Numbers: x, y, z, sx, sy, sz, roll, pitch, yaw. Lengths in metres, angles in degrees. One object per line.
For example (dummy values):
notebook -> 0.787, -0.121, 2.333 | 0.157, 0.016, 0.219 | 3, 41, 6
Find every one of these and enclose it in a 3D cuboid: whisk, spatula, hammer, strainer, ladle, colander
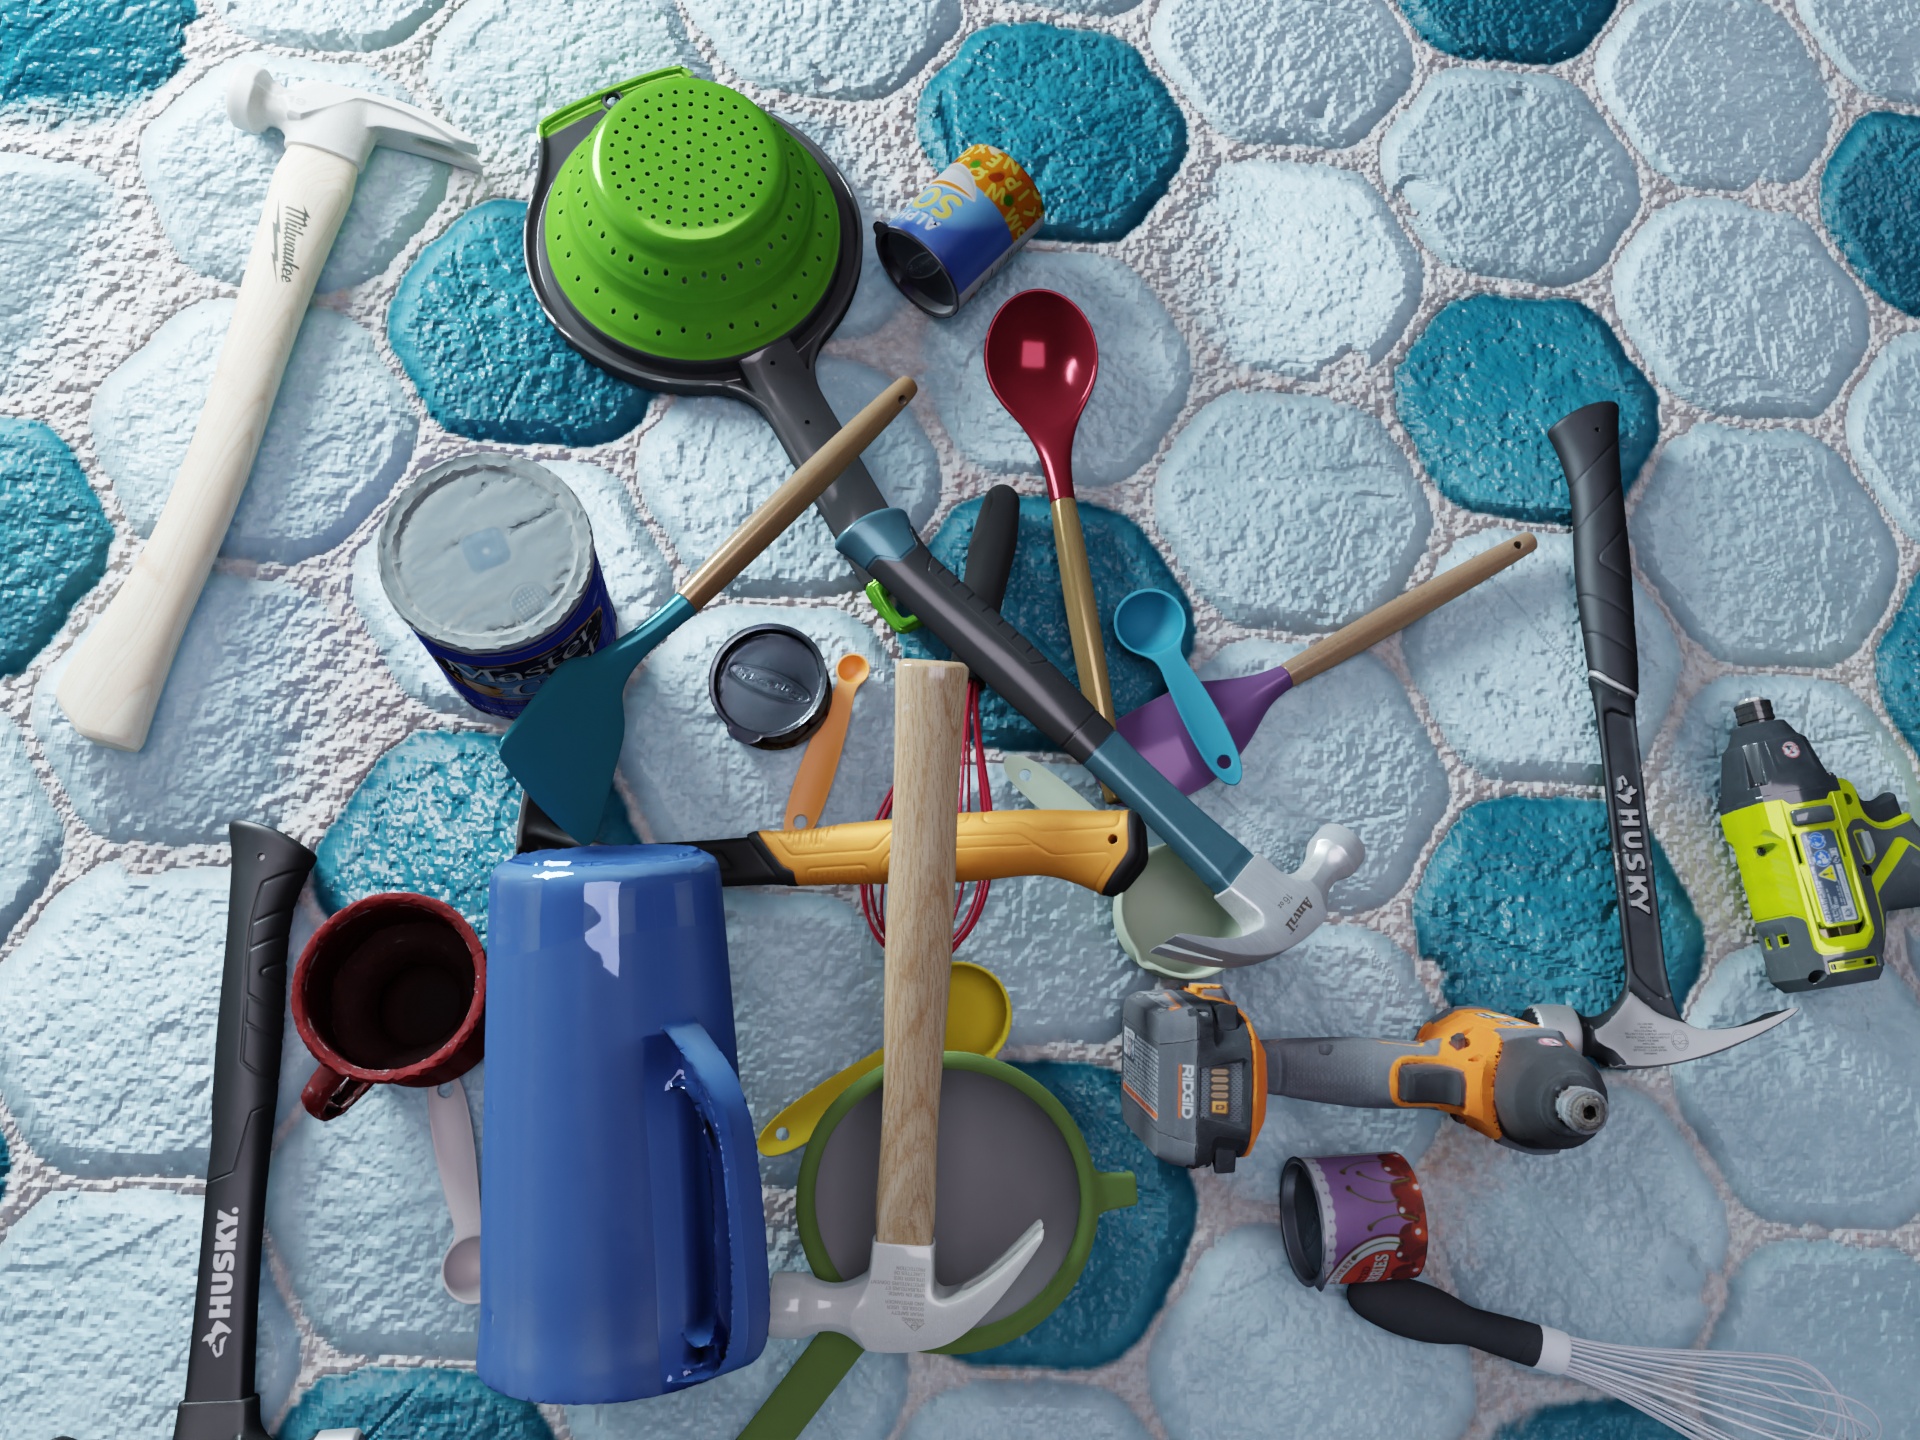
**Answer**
whisk -> 0.344, 0.343, 0.844 | 0.284, 0.070, 0.070 | 16, 74, 2
spatula -> 0.215, -0.036, 0.944 | 0.316, 0.018, 0.060 | -29, 76, -12
hammer -> -0.399, -0.178, 0.899 | 0.146, 0.038, 0.411 | 14, 75, -4
hammer -> 0.065, 0.004, 0.861 | 0.331, 0.033, 0.128 | 43, 60, 3
strainer -> -0.038, 0.281, 0.818 | 0.151, 0.069, 0.256 | 37, 92, 0
hammer -> -0.072, 0.062, 0.823 | 0.337, 0.034, 0.127 | -3, 74, 12
ladle -> 0.066, -0.105, 0.936 | 0.069, 0.031, 0.315 | -10, 76, 5
hammer -> 0.395, -0.001, 0.944 | 0.149, 0.036, 0.409 | 1, 74, 0
hammer -> -0.369, 0.216, 0.802 | 0.146, 0.035, 0.335 | 0, 75, -7
hammer -> -0.019, 0.136, 0.766 | 0.130, 0.031, 0.331 | 3, 90, 1
spatula -> -0.121, -0.076, 0.848 | 0.044, 0.082, 0.317 | 24, 65, 43
whisk -> -0.001, -0.003, 0.891 | 0.073, 0.073, 0.296 | 12, 69, -4
colander -> -0.116, -0.232, 0.916 | 0.204, 0.094, 0.397 | -28, 80, -13

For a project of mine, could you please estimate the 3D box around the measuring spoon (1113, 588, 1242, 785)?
measuring spoon -> 0.129, -0.017, 0.922 | 0.042, 0.021, 0.129 | -25, 74, -3

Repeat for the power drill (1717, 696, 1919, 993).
power drill -> 0.565, 0.058, 0.934 | 0.223, 0.080, 0.171 | -8, 77, -6

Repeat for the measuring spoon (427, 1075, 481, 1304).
measuring spoon -> -0.257, 0.238, 0.823 | 0.034, 0.018, 0.124 | -14, 71, -8

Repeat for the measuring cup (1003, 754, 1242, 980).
measuring cup -> 0.088, 0.079, 0.891 | 0.167, 0.038, 0.083 | 40, 75, 6

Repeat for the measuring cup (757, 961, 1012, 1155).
measuring cup -> -0.042, 0.186, 0.858 | 0.156, 0.029, 0.062 | -34, 86, -2

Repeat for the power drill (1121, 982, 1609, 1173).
power drill -> 0.206, 0.183, 0.812 | 0.226, 0.164, 0.084 | 2, 87, -4

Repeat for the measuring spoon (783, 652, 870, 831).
measuring spoon -> -0.076, 0.017, 0.902 | 0.021, 0.011, 0.117 | 16, 77, 9
